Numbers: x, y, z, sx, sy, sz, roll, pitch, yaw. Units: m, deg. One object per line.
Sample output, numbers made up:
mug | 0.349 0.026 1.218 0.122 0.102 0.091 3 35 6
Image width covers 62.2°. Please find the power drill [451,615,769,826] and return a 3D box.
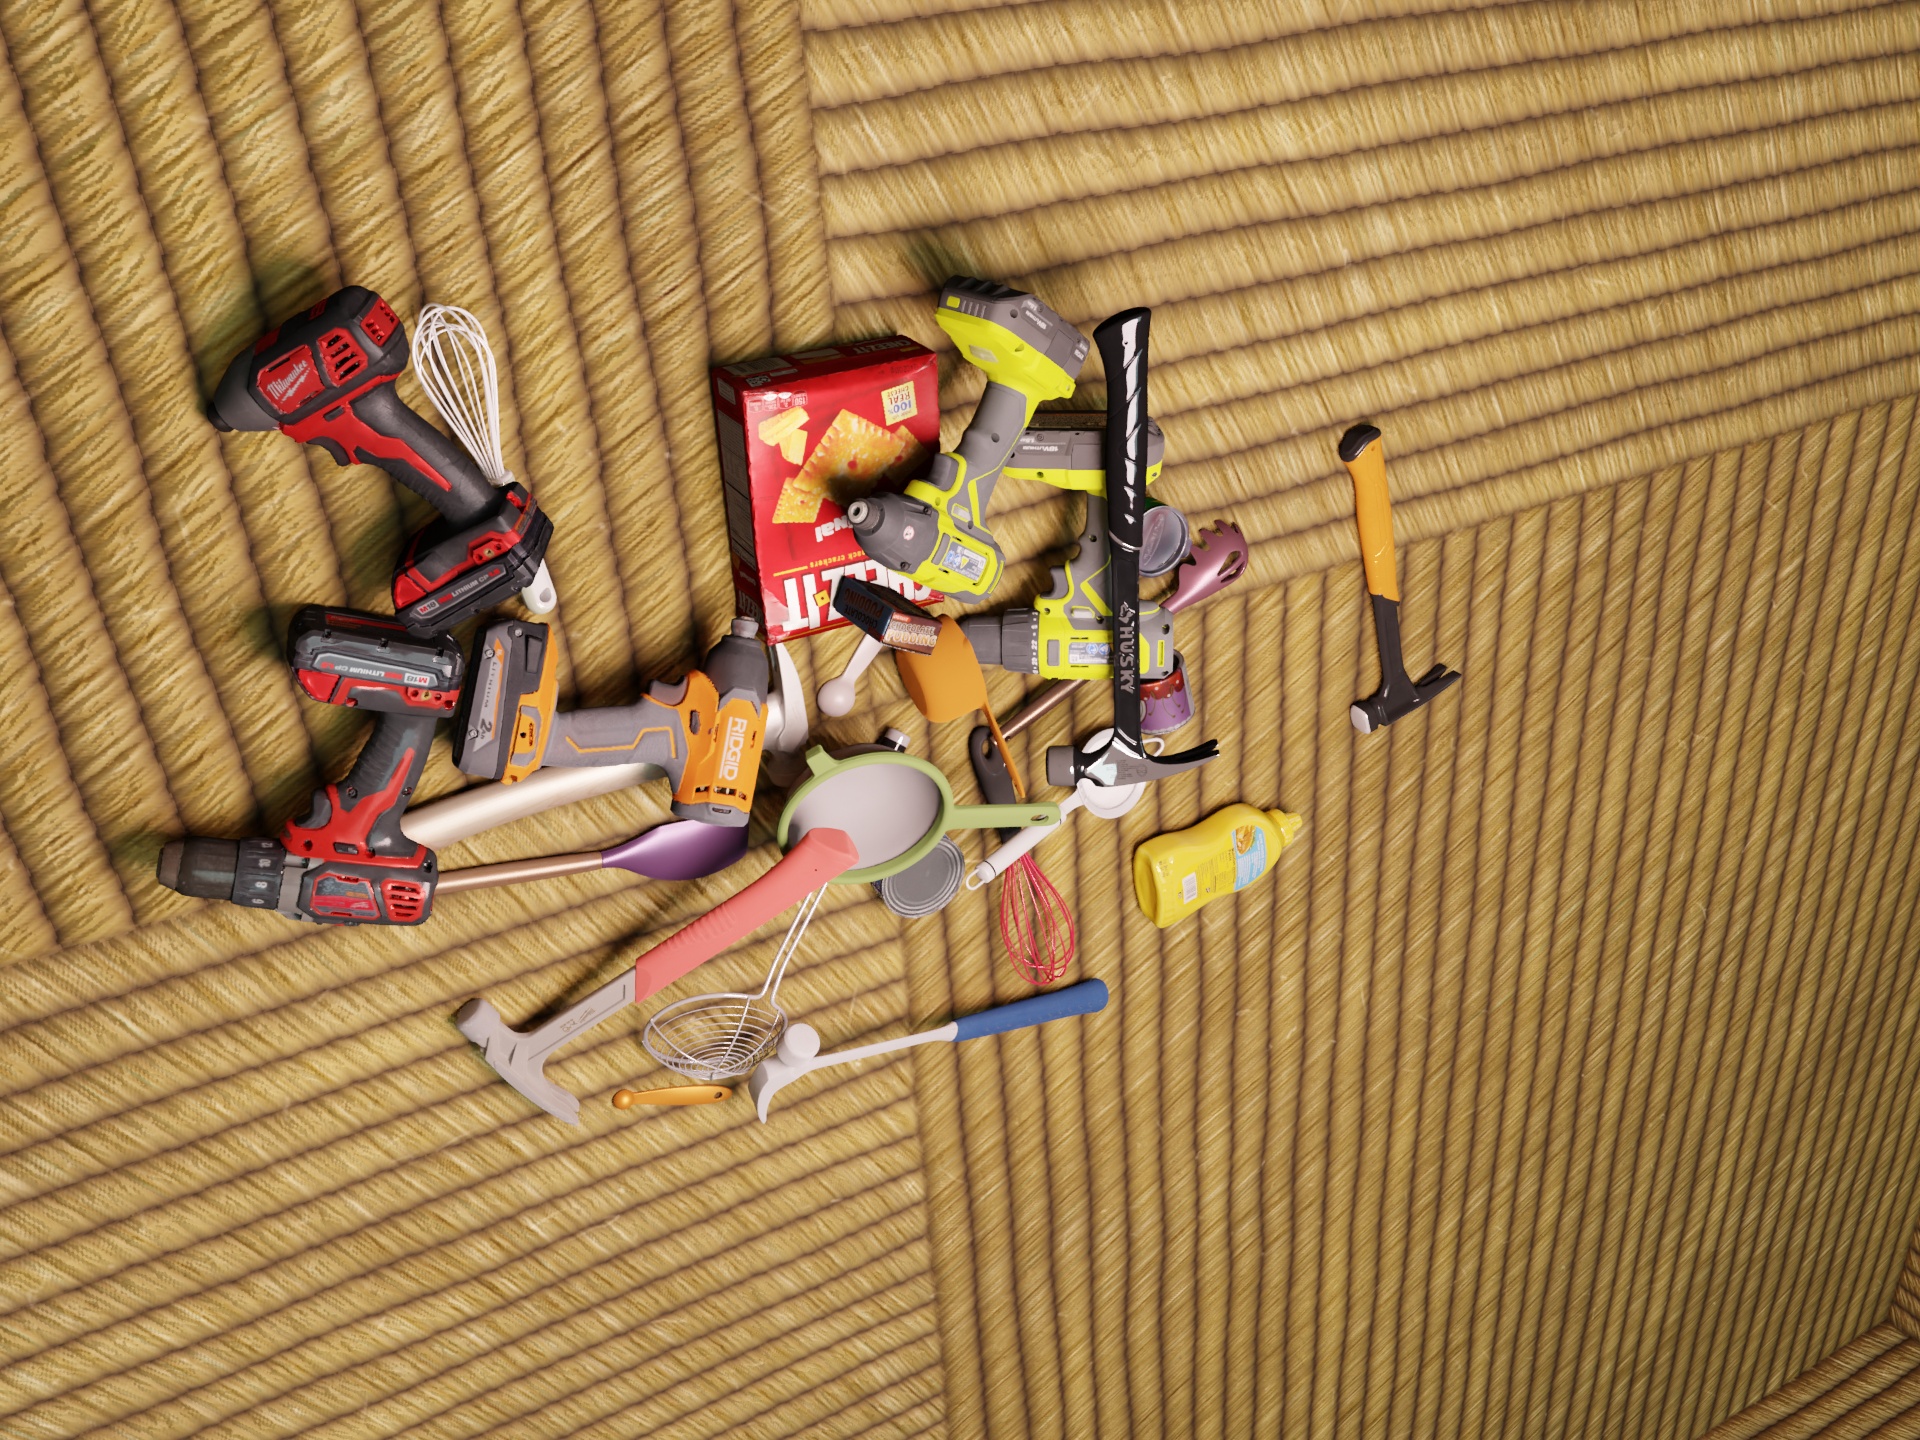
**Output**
power drill | -0.256 -0.015 1.209 0.226 0.084 0.164 11 90 -24

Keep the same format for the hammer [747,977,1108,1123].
hammer | -0.022 0.304 1.534 0.405 0.035 0.144 -5 146 -38

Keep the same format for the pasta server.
pasta server | 0.150 -0.077 1.471 0.316 0.040 0.060 -37 127 -9

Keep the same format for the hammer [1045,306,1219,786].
hammer | 0.139 -0.128 1.293 0.149 0.036 0.408 -1 116 5

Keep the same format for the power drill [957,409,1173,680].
power drill | 0.087 -0.142 1.352 0.190 0.080 0.228 1 114 6

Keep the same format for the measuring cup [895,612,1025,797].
measuring cup | -0.002 -0.004 1.352 0.052 0.095 0.174 -23 80 -13

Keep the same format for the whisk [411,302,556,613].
whisk | -0.333 -0.180 1.133 0.058 0.059 0.246 -46 139 -38

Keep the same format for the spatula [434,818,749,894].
spatula | -0.322 0.121 1.309 0.315 0.018 0.059 -6 118 -29

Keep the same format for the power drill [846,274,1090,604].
power drill | 0.002 -0.211 1.204 0.171 0.080 0.223 19 94 -57

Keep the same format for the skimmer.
skimmer | -0.156 0.162 1.421 0.127 0.090 0.363 30 87 -41

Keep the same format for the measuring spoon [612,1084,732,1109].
measuring spoon | -0.263 0.348 1.464 0.116 0.011 0.021 5 111 -32

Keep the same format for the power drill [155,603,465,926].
power drill | -0.456 0.038 1.132 0.187 0.080 0.226 9 104 -24

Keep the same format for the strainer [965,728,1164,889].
strainer | 0.093 0.083 1.487 0.258 0.050 0.086 -35 113 -32

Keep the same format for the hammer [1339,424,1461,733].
hammer | 0.432 -0.147 1.606 0.127 0.034 0.336 -28 125 -14

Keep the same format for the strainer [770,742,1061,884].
strainer | -0.038 0.065 1.360 0.256 0.069 0.151 0 131 -24

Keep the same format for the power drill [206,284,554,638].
power drill | -0.389 -0.169 1.069 0.143 0.079 0.219 -24 123 16

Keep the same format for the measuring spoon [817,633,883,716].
measuring spoon | -0.079 -0.055 1.362 0.034 0.018 0.124 30 96 -37

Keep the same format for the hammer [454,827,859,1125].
hammer | -0.234 0.204 1.326 0.359 0.037 0.149 -33 121 8

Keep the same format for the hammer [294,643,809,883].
hammer | -0.316 0.042 1.261 0.410 0.038 0.146 -19 121 -21

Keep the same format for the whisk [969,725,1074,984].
whisk | 0.055 0.134 1.517 0.073 0.073 0.295 -25 118 -17
